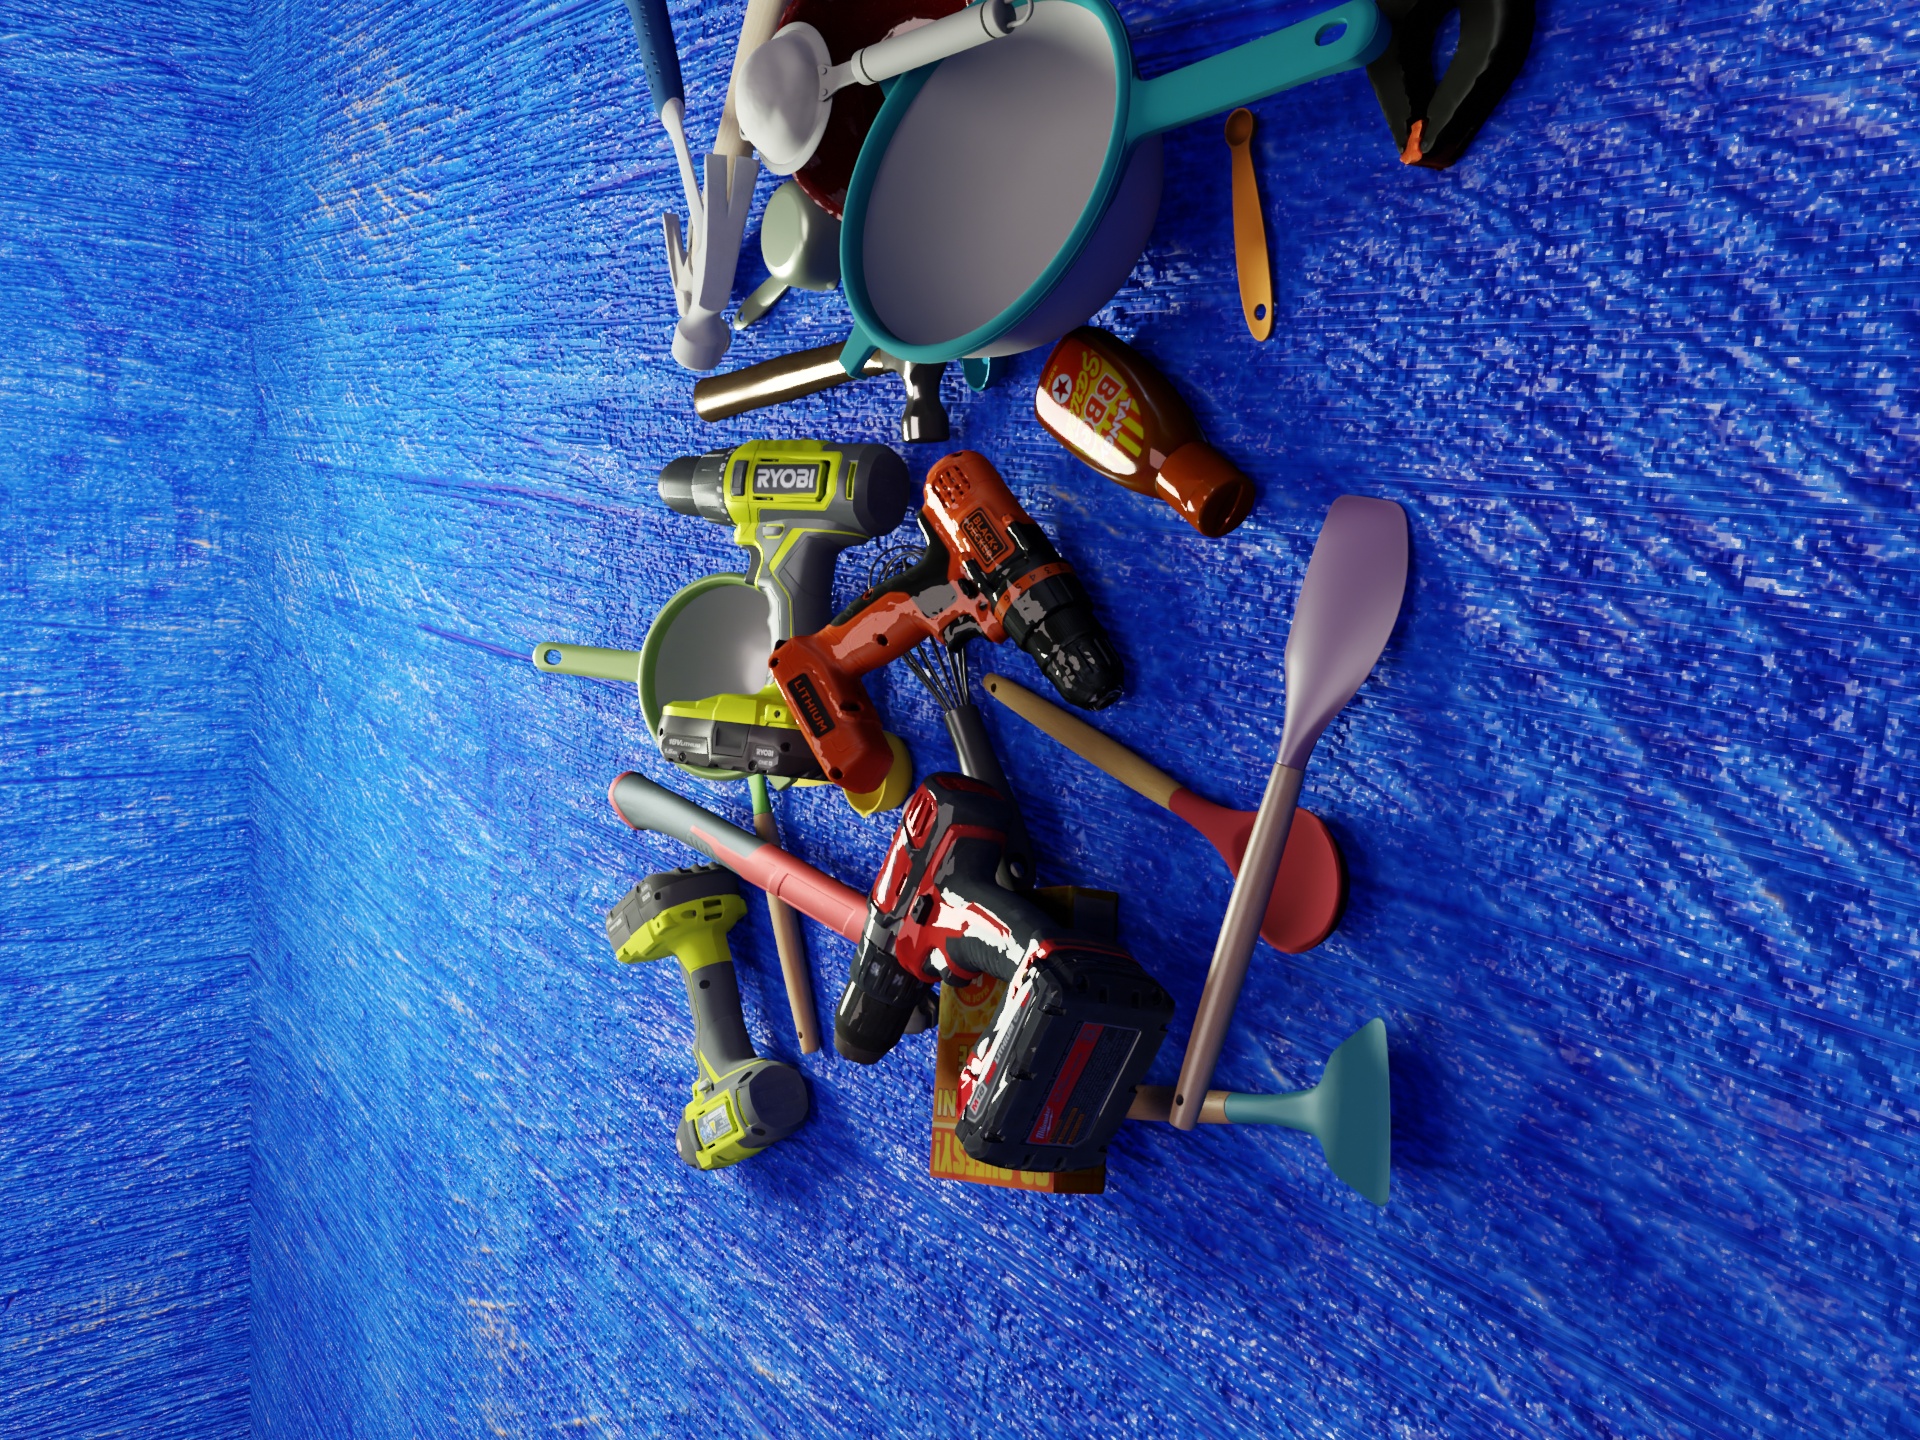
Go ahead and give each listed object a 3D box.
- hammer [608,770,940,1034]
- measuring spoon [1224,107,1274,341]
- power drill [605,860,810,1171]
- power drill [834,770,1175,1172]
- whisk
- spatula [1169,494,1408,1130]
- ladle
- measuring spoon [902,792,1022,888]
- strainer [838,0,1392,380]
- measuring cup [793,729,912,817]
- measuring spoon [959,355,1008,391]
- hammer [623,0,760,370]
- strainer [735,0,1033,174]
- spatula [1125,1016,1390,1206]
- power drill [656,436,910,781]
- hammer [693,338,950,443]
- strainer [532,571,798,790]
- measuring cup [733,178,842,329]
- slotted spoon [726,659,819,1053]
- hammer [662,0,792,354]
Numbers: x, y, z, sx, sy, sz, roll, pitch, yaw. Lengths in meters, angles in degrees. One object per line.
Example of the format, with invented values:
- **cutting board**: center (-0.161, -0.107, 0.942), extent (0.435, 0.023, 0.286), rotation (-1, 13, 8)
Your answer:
- **hammer**: center (-0.146, 0.088, 1.150), extent (0.387, 0.038, 0.143), rotation (21, 119, 46)
- **measuring spoon**: center (0.148, -0.249, 0.800), extent (0.021, 0.011, 0.117), rotation (-5, 91, 54)
- **power drill**: center (-0.206, 0.240, 1.261), extent (0.171, 0.080, 0.223), rotation (-39, 64, 48)
- **power drill**: center (0.004, 0.153, 0.879), extent (0.227, 0.080, 0.188), rotation (45, 116, 55)
- **whisk**: center (-0.002, -0.003, 0.991), extent (0.055, 0.055, 0.239), rotation (-40, 64, 47)
- **spatula**: center (0.152, 0.047, 0.759), extent (0.060, 0.018, 0.316), rotation (23, 98, 51)
- **ladle**: center (0.101, 0.034, 0.866), extent (0.316, 0.031, 0.069), rotation (35, 112, 50)
- **measuring spoon**: center (-0.002, 0.079, 1.017), extent (0.124, 0.018, 0.034), rotation (31, 117, 48)
- **strainer**: center (0.082, -0.284, 0.820), extent (0.340, 0.095, 0.211), rotation (-3, 76, 44)
- **measuring cup**: center (-0.083, 0.035, 1.120), extent (0.156, 0.029, 0.062), rotation (-2, 91, 56)
- **measuring spoon**: center (0.001, -0.245, 0.999), extent (0.129, 0.021, 0.042), rotation (-126, 34, -49)
- **hammer**: center (-0.201, -0.432, 1.134), extent (0.144, 0.035, 0.406), rotation (114, 148, -45)
- **strainer**: center (-0.059, -0.368, 0.894), extent (0.258, 0.050, 0.087), rotation (1, 95, 43)
- **spatula**: center (0.118, 0.201, 0.838), extent (0.317, 0.044, 0.082), rotation (-17, 67, 55)
- **power drill**: center (-0.137, -0.079, 1.080), extent (0.191, 0.080, 0.228), rotation (6, 87, 31)
- **hammer**: center (-0.108, -0.248, 1.121), extent (0.331, 0.031, 0.130), rotation (5, 100, 56)
- **strainer**: center (-0.203, -0.036, 1.191), extent (0.256, 0.069, 0.151), rotation (7, 90, 28)
- **measuring cup**: center (-0.138, -0.330, 1.158), extent (0.167, 0.038, 0.083), rotation (-28, 70, 49)
- **slotted spoon**: center (-0.144, 0.096, 1.207), extent (0.070, 0.031, 0.314), rotation (-25, 73, 48)
- **hammer**: center (-0.147, -0.445, 1.096), extent (0.410, 0.038, 0.146), rotation (121, 141, -51)
